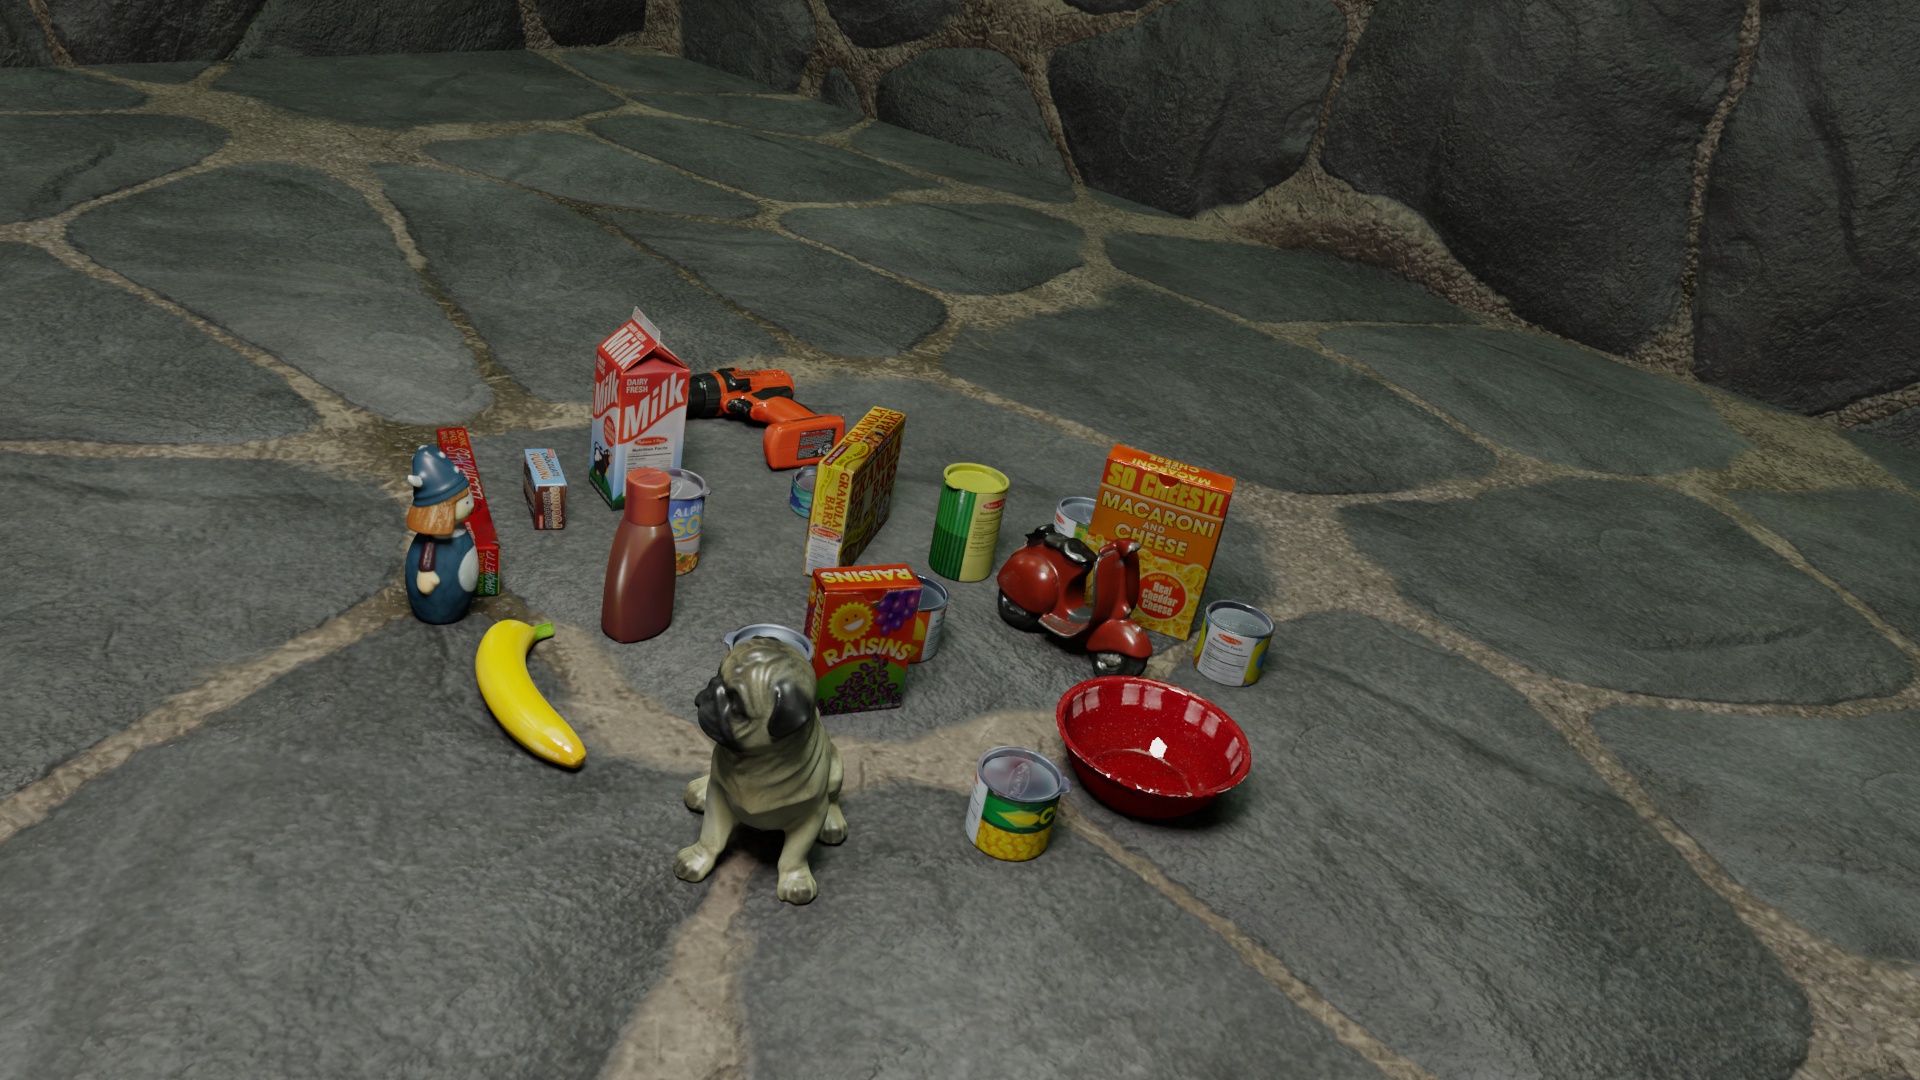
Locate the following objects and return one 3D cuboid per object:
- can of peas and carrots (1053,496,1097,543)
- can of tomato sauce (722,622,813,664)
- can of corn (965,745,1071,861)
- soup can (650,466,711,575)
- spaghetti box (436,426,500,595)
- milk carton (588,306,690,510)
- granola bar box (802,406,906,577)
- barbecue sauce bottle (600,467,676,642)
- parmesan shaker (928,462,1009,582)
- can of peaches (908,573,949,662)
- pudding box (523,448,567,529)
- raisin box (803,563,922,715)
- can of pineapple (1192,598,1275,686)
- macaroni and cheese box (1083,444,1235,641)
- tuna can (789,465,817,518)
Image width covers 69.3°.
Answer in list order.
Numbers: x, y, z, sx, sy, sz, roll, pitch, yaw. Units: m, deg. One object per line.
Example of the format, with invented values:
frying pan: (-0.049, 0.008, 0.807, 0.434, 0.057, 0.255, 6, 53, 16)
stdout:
can of peas and carrots: (0.132, -0.007, 1.471, 0.071, 0.058, 0.071, 9, 27, -5)
can of tomato sauce: (-0.156, 0.117, 1.094, 0.071, 0.082, 0.071, 9, 27, -5)
can of corn: (0.042, 0.198, 1.043, 0.071, 0.058, 0.071, 9, 27, -5)
soup can: (-0.273, -0.017, 1.304, 0.071, 0.083, 0.072, 9, 27, -5)
spaghetti box: (-0.462, -0.032, 1.297, 0.029, 0.050, 0.251, -3, 30, -26)
milk carton: (-0.321, -0.133, 1.391, 0.073, 0.189, 0.072, -8, 32, -33)
granola bar box: (-0.105, -0.048, 1.386, 0.039, 0.123, 0.166, 16, 27, 9)
barbecue sauce bottle: (-0.270, 0.012, 1.180, 0.044, 0.147, 0.065, 27, 31, 28)
parmesan shaker: (0.005, -0.017, 1.393, 0.071, 0.102, 0.071, 9, 27, -5)
can of peaches: (-0.050, 0.069, 1.255, 0.071, 0.057, 0.071, 9, 27, -5)
pudding box: (-0.406, -0.051, 1.355, 0.030, 0.049, 0.084, -2, 30, -25)
raisin box: (-0.085, 0.082, 1.145, 0.086, 0.122, 0.040, -2, 30, -25)
can of pineapple: (0.260, 0.097, 1.323, 0.071, 0.057, 0.071, 9, 27, -5)
macaroni and cheese box: (0.186, 0.003, 1.355, 0.124, 0.165, 0.040, 17, 27, 11)
tuna can: (-0.148, -0.050, 1.473, 0.071, 0.032, 0.071, 9, 27, -5)
